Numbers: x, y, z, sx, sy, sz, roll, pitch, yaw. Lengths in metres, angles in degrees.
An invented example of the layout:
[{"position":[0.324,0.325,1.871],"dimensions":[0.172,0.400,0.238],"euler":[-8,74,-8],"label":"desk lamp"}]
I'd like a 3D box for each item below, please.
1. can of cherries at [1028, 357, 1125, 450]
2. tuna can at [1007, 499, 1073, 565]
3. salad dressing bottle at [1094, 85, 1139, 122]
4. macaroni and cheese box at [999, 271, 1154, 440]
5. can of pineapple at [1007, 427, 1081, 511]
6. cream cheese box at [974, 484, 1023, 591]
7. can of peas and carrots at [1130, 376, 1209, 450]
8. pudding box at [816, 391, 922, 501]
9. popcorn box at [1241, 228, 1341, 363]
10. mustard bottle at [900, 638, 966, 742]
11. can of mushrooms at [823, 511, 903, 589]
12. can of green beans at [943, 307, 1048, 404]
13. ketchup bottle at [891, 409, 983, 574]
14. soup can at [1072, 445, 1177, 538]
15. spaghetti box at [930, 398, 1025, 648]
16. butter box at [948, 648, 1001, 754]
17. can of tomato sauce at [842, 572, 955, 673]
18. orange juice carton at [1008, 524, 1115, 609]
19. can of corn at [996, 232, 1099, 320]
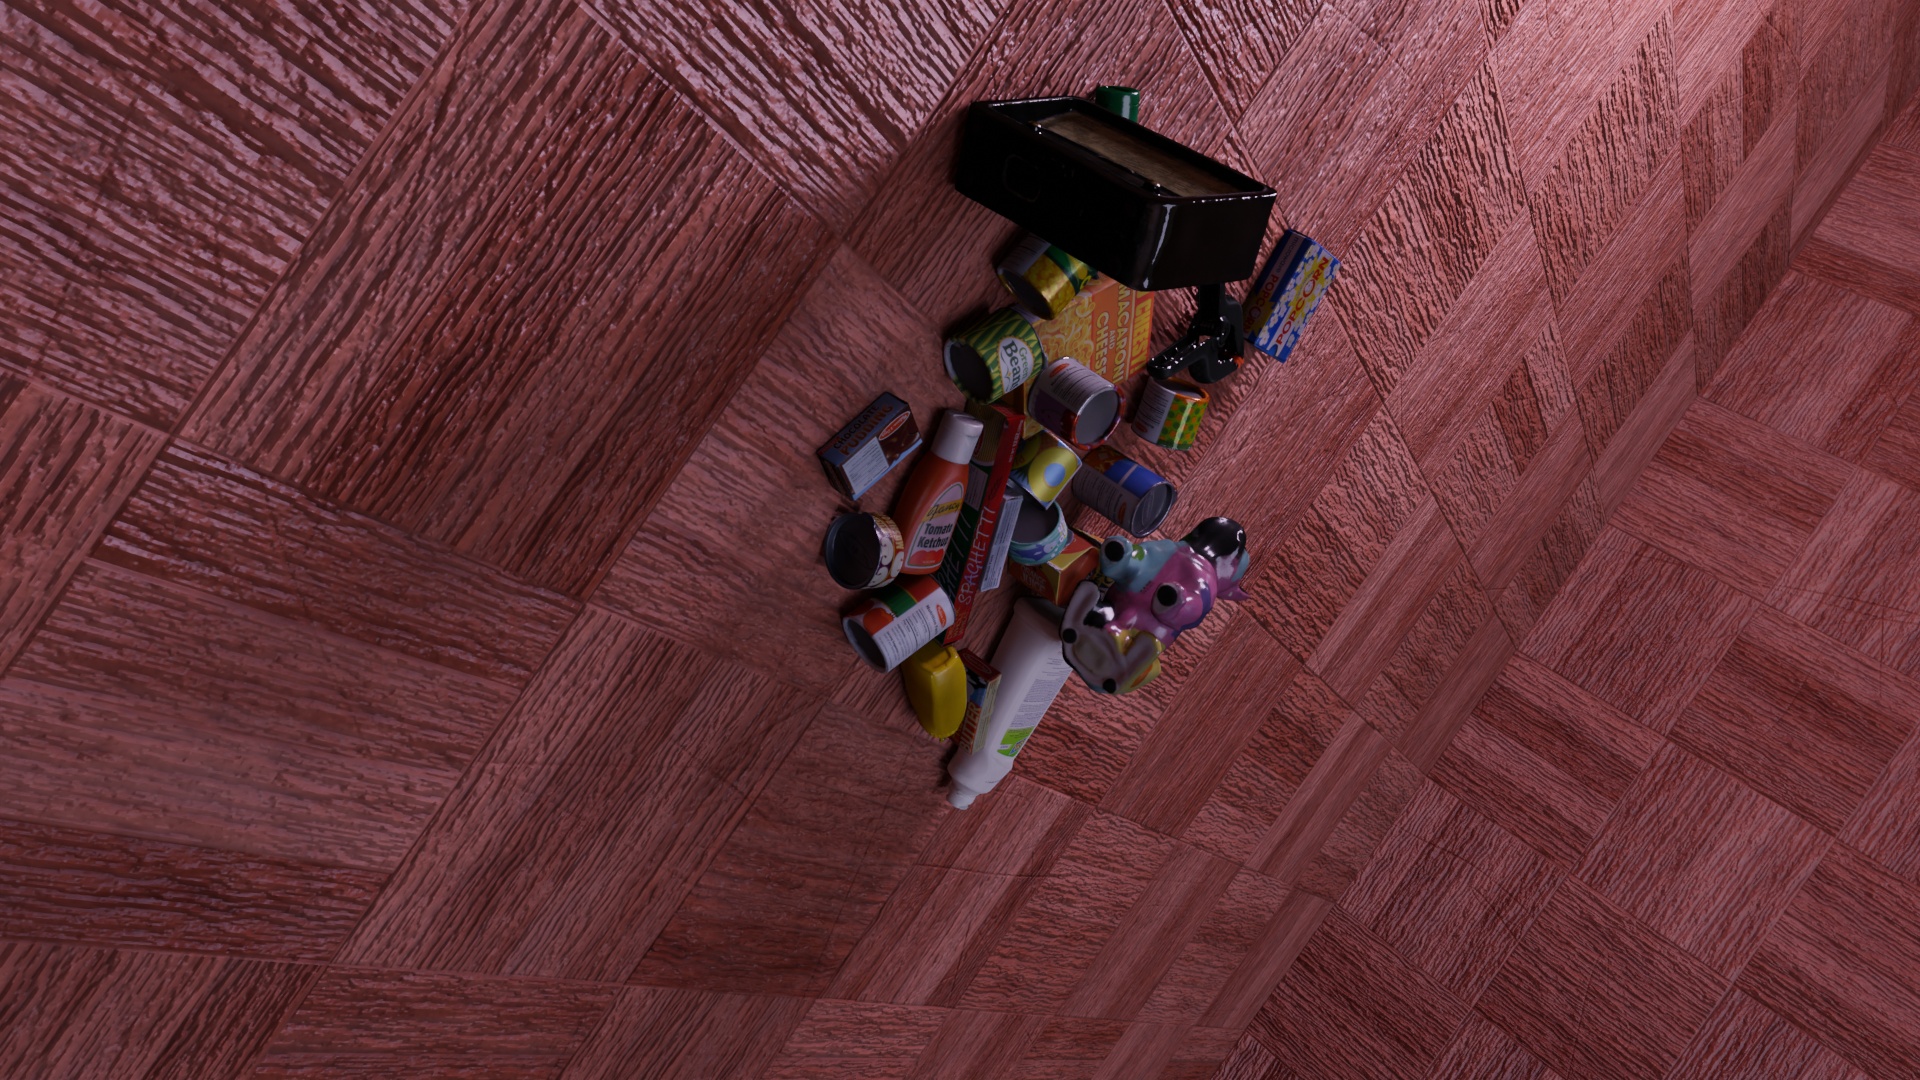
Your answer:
[{"position":[0.105,-0.120,1.239],"dimensions":[0.072,0.058,0.071],"euler":[-29,138,-30],"label":"can of cherries"},{"position":[0.073,-0.011,1.356],"dimensions":[0.071,0.071,0.032],"euler":[-43,144,-16],"label":"tuna can"},{"position":[0.126,-0.308,1.179],"dimensions":[0.044,0.064,0.147],"euler":[-13,121,-31],"label":"salad dressing bottle"},{"position":[0.106,-0.183,1.276],"dimensions":[0.167,0.040,0.123],"euler":[-32,141,-29],"label":"macaroni and cheese box"},{"position":[0.071,-0.070,1.308],"dimensions":[0.058,0.071,0.071],"euler":[-52,146,-5],"label":"can of pineapple"},{"position":[0.023,-0.009,1.314],"dimensions":[0.024,0.053,0.103],"euler":[-13,128,-42],"label":"cream cheese box"},{"position":[0.218,-0.132,1.430],"dimensions":[0.071,0.071,0.058],"euler":[-9,125,-46],"label":"can of peas and carrots"},{"position":[-0.075,-0.078,1.158],"dimensions":[0.084,0.030,0.049],"euler":[-43,143,-17],"label":"pudding box"},{"position":[0.353,-0.264,1.505],"dimensions":[0.085,0.038,0.126],"euler":[14,108,-55],"label":"popcorn box"},{"position":[-0.023,0.156,1.395],"dimensions":[0.049,0.065,0.159],"euler":[-33,146,-20],"label":"mustard bottle"},{"position":[-0.081,0.007,1.189],"dimensions":[0.033,0.071,0.070],"euler":[-1,120,-50],"label":"can of mushrooms"},{"position":[0.028,-0.156,1.181],"dimensions":[0.058,0.071,0.071],"euler":[-34,141,-27],"label":"can of green beans"},{"position":[-0.023,-0.043,1.239],"dimensions":[0.065,0.043,0.148],"euler":[-2,120,-49],"label":"ketchup bottle"},{"position":[0.168,-0.051,1.425],"dimensions":[0.071,0.084,0.071],"euler":[-31,140,-30],"label":"soup can"},{"position":[0.005,-0.016,1.289],"dimensions":[0.029,0.050,0.248],"euler":[-14,129,-42],"label":"spaghetti box"},{"position":[0.008,0.169,1.449],"dimensions":[0.024,0.053,0.103],"euler":[-22,135,-42],"label":"butter box"},{"position":[-0.058,0.073,1.278],"dimensions":[0.083,0.071,0.070],"euler":[-36,142,-24],"label":"can of tomato sauce"},{"position":[0.119,0.029,1.446],"dimensions":[0.192,0.072,0.073],"euler":[19,103,-55],"label":"orange juice carton"},{"position":[0.075,-0.227,1.175],"dimensions":[0.058,0.071,0.071],"euler":[-48,145,-8],"label":"can of corn"}]
